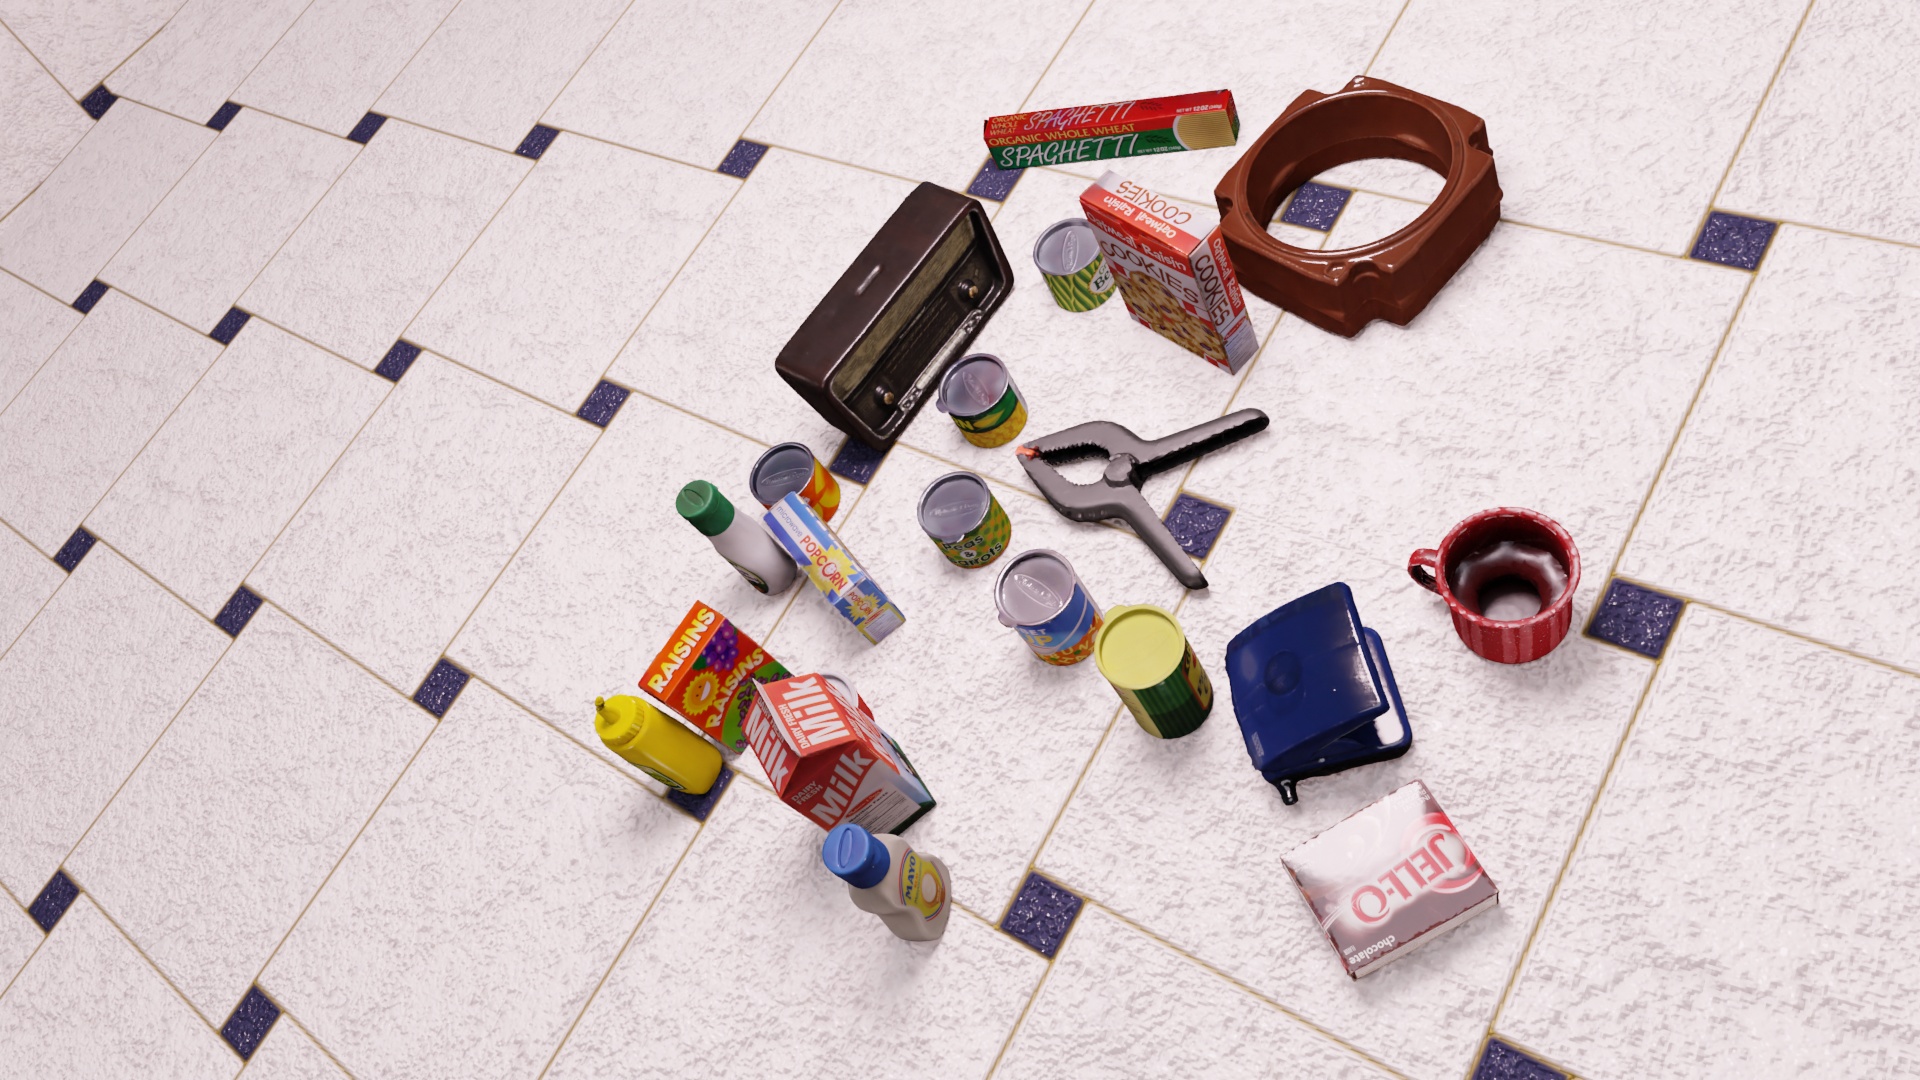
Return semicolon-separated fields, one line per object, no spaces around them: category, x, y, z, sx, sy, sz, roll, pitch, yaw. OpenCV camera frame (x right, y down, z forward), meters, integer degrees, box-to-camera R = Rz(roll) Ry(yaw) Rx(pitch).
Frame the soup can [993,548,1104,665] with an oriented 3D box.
soup can;0.069;0.056;1.097;0.071;0.083;0.071;-11;58;18

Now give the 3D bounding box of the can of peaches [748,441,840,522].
can of peaches;-0.151;-0.046;1.270;0.071;0.058;0.071;-11;58;18

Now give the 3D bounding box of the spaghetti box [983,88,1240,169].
spaghetti box;0.143;-0.398;1.350;0.250;0.050;0.029;1;63;24

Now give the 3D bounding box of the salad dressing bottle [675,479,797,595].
salad dressing bottle;-0.195;-0.002;1.209;0.064;0.147;0.044;33;79;35

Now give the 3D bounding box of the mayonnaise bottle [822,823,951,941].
mayonnaise bottle;-0.052;0.244;1.002;0.041;0.147;0.065;-5;60;22

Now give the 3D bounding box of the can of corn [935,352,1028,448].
can of corn;0.019;-0.122;1.239;0.071;0.058;0.071;-11;58;18

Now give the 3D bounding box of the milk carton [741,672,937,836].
milk carton;-0.097;0.164;1.042;0.073;0.190;0.072;-38;54;0

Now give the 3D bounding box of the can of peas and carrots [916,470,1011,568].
can of peas and carrots;0.004;-0.015;1.183;0.071;0.058;0.071;-11;58;18

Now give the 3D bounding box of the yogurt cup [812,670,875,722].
yogurt cup;-0.105;0.147;1.140;0.072;0.053;0.073;-11;58;18

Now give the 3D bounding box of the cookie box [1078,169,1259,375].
cookie box;0.176;-0.221;1.160;0.040;0.167;0.123;-47;54;-7

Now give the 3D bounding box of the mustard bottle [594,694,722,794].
mustard bottle;-0.256;0.161;1.133;0.065;0.159;0.049;13;68;30

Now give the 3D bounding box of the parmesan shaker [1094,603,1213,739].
parmesan shaker;0.144;0.096;1.029;0.071;0.102;0.071;-11;58;18

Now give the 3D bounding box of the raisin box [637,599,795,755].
raisin box;-0.202;0.115;1.158;0.040;0.123;0.086;26;75;33

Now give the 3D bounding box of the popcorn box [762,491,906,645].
popcorn box;-0.109;0.023;1.195;0.038;0.085;0.127;-41;54;-2

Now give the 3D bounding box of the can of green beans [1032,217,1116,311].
can of green beans;0.107;-0.253;1.277;0.071;0.057;0.071;-11;58;18
